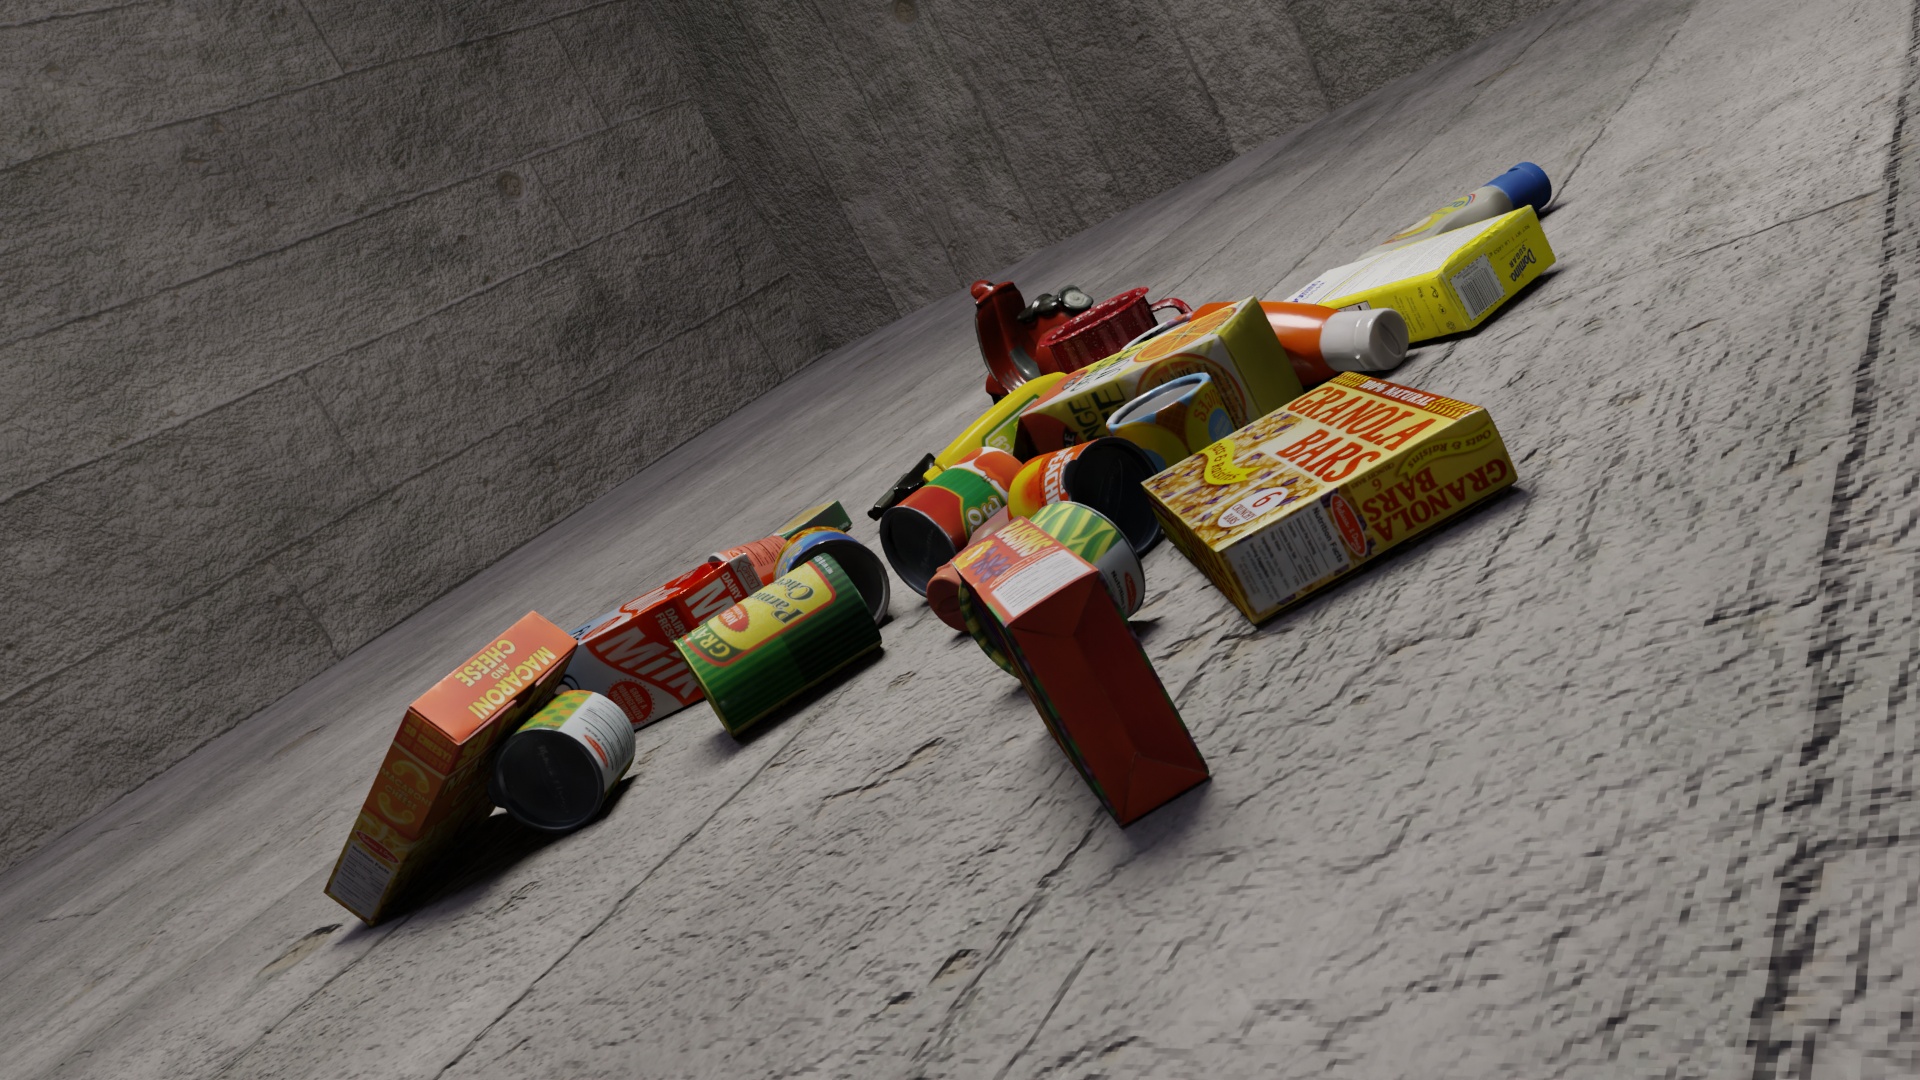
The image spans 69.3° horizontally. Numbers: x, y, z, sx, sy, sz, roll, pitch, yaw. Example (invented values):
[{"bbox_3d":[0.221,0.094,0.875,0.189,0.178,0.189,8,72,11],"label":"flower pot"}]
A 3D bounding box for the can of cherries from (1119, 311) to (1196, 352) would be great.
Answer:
[{"bbox_3d":[0.156,-0.124,0.991,0.071,0.058,0.071,-28,12,6],"label":"can of cherries"}]

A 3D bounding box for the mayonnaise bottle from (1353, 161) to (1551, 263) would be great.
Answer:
[{"bbox_3d":[0.351,-0.218,0.982,0.148,0.041,0.065,-32,11,-13],"label":"mayonnaise bottle"}]

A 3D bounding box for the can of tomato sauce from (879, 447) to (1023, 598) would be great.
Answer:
[{"bbox_3d":[0.003,-0.011,0.863,0.083,0.071,0.071,-38,15,-37],"label":"can of tomato sauce"}]

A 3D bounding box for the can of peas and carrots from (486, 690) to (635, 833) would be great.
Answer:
[{"bbox_3d":[-0.233,0.129,0.815,0.071,0.071,0.059,-26,12,13],"label":"can of peas and carrots"}]

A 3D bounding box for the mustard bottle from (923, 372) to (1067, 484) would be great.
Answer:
[{"bbox_3d":[0.024,-0.059,1.022,0.160,0.065,0.049,-36,8,-6],"label":"mustard bottle"}]

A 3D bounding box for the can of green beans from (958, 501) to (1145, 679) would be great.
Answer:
[{"bbox_3d":[0.042,0.024,0.637,0.058,0.071,0.071,-38,16,-35],"label":"can of green beans"}]

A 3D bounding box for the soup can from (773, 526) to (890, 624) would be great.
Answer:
[{"bbox_3d":[-0.088,0.028,0.898,0.071,0.071,0.084,-31,12,-8],"label":"soup can"}]

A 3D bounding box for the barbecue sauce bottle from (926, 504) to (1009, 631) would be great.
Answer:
[{"bbox_3d":[0.038,-0.002,0.802,0.064,0.043,0.149,-24,12,49],"label":"barbecue sauce bottle"}]

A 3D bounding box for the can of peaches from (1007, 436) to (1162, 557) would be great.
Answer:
[{"bbox_3d":[0.066,-0.020,0.751,0.071,0.071,0.058,-37,14,-32],"label":"can of peaches"}]

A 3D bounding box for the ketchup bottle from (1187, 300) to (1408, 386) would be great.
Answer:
[{"bbox_3d":[0.211,-0.124,0.876,0.149,0.064,0.043,9,61,56],"label":"ketchup bottle"}]

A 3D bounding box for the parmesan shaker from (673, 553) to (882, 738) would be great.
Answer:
[{"bbox_3d":[-0.107,0.059,0.816,0.103,0.071,0.071,-32,13,-15],"label":"parmesan shaker"}]

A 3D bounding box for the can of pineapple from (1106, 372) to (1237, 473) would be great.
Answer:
[{"bbox_3d":[0.125,-0.056,0.791,0.071,0.057,0.071,-27,13,7],"label":"can of pineapple"}]

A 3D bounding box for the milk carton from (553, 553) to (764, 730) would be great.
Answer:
[{"bbox_3d":[-0.211,0.077,0.957,0.190,0.072,0.074,-25,12,15],"label":"milk carton"}]

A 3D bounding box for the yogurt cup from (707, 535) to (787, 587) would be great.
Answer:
[{"bbox_3d":[-0.149,0.031,1.032,0.054,0.072,0.072,-26,10,-27],"label":"yogurt cup"}]

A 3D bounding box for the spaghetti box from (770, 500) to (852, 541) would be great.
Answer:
[{"bbox_3d":[-0.188,0.039,1.159,0.050,0.028,0.251,-17,17,46],"label":"spaghetti box"}]

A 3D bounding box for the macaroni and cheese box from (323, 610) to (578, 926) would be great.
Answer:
[{"bbox_3d":[-0.304,0.136,0.837,0.165,0.040,0.124,-56,-1,29],"label":"macaroni and cheese box"}]

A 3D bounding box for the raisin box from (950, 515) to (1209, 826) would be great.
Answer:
[{"bbox_3d":[0.040,0.043,0.522,0.040,0.086,0.123,-31,13,-3],"label":"raisin box"}]

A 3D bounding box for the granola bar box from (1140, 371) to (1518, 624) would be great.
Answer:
[{"bbox_3d":[0.160,-0.026,0.641,0.124,0.039,0.166,-29,12,3],"label":"granola bar box"}]

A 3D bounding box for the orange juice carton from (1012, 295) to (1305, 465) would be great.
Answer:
[{"bbox_3d":[0.110,-0.079,0.880,0.192,0.073,0.072,-20,16,38],"label":"orange juice carton"}]
